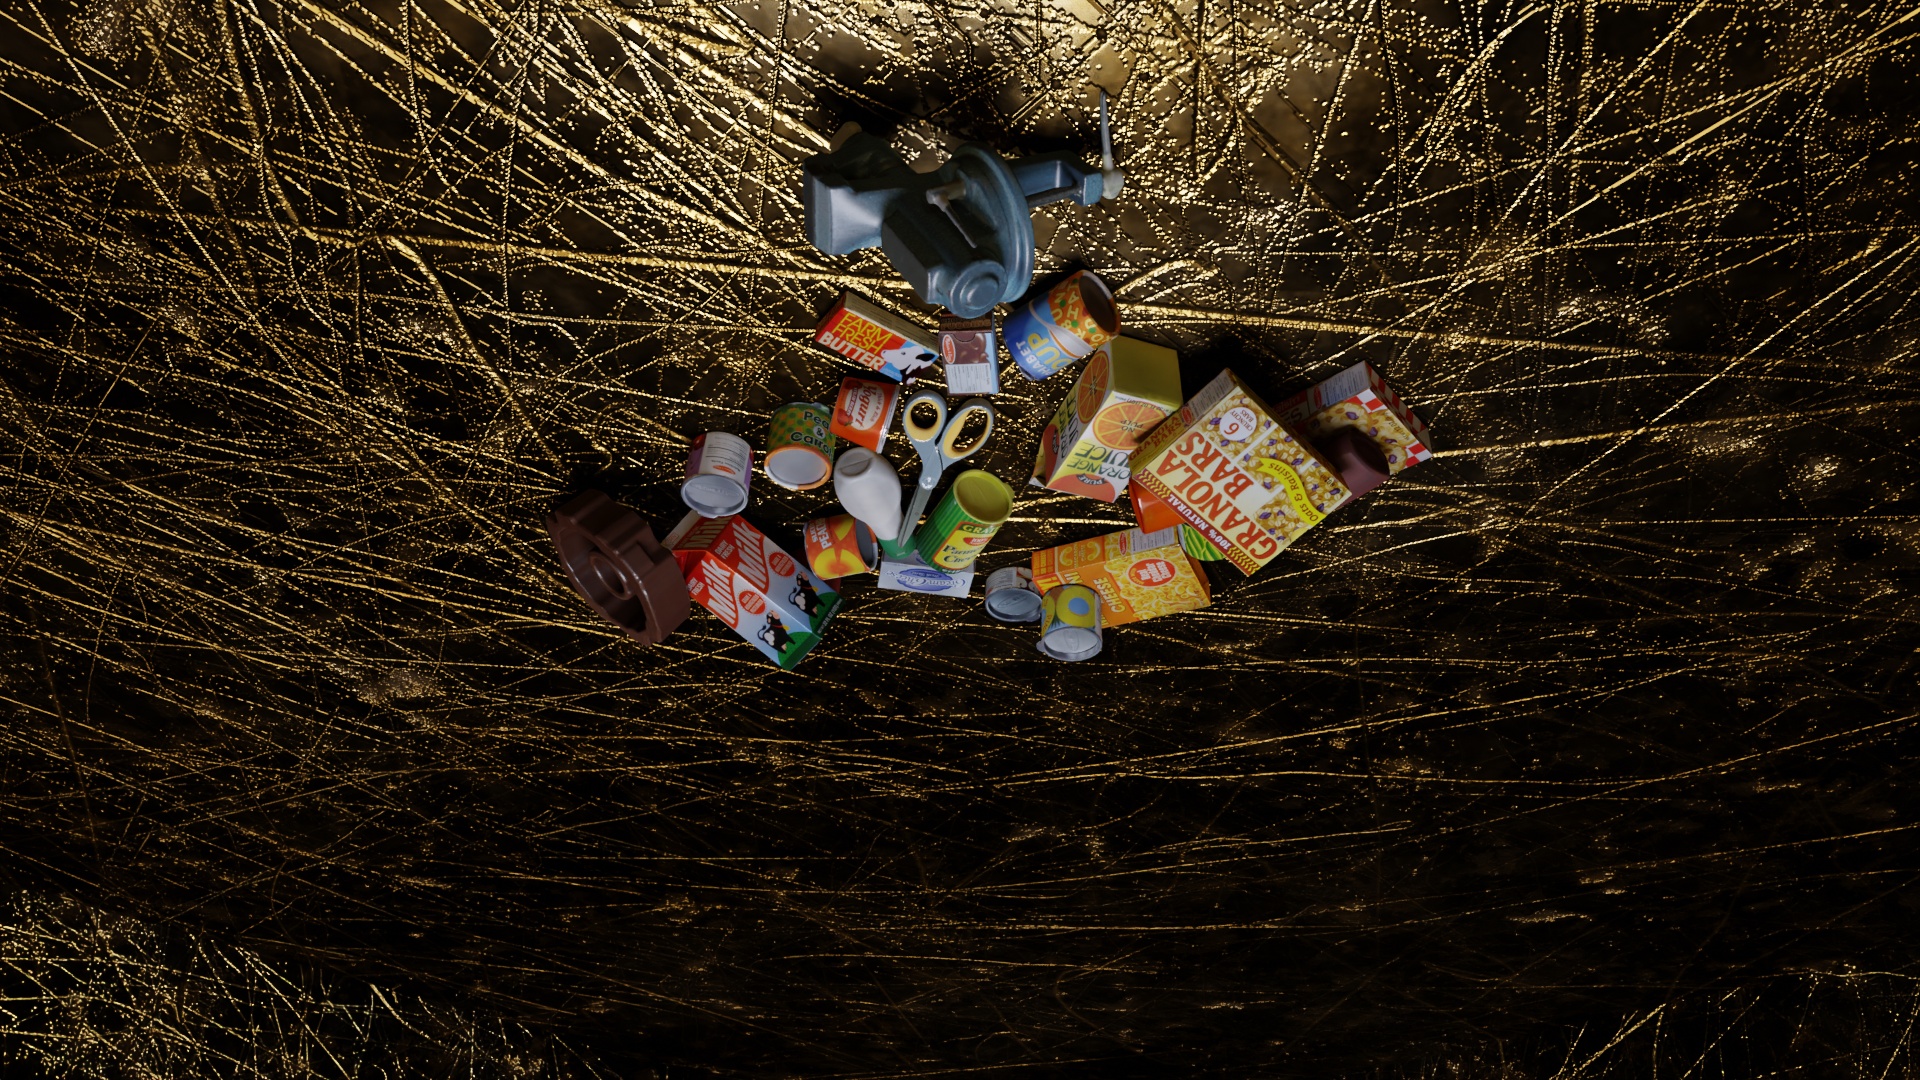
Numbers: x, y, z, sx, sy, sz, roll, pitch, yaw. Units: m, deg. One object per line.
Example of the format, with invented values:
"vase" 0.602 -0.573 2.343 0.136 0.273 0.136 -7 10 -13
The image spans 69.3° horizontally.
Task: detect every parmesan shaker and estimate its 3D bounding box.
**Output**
"parmesan shaker" 0.005 -0.018 1.440 0.071 0.072 0.102 16 141 -17

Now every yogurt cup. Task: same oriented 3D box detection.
"yogurt cup" -0.091 -0.121 1.310 0.054 0.073 0.072 16 142 -4

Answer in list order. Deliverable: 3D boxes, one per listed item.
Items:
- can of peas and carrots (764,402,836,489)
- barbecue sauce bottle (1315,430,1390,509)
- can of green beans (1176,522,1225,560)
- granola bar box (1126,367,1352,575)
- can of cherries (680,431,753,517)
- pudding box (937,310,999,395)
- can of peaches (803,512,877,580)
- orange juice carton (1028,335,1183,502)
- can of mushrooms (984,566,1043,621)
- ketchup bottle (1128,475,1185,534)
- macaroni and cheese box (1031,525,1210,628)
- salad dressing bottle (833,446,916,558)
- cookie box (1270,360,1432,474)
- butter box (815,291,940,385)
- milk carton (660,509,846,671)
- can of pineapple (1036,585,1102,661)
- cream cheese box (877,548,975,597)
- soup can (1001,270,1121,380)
"can of peas and carrots" -0.154 -0.093 1.355 0.071 0.059 0.070 1 143 1
"barbecue sauce bottle" 0.333 -0.047 1.330 0.065 0.044 0.148 28 136 -28
"can of green beans" 0.253 -0.021 1.419 0.071 0.071 0.057 -7 142 12
"granola bar box" 0.251 -0.058 1.250 0.165 0.039 0.124 37 113 -24
"can of cherries" -0.245 -0.066 1.396 0.071 0.059 0.071 1 143 1
"pudding box" 0.009 -0.170 1.266 0.050 0.030 0.083 -1 143 7
"can of peaches" -0.127 0.004 1.475 0.058 0.071 0.071 -11 141 16
"orange juice carton" 0.133 -0.101 1.314 0.072 0.073 0.191 12 142 -16
"can of mushrooms" 0.062 0.062 1.568 0.071 0.034 0.070 1 142 1
"ketchup bottle" 0.235 -0.053 1.307 0.149 0.044 0.064 -16 139 2
"macaroni and cheese box" 0.177 0.042 1.530 0.166 0.040 0.123 -14 140 19
"salad dressing bottle" -0.085 -0.035 1.440 0.064 0.044 0.147 -19 141 6
"cookie box" 0.348 -0.091 1.342 0.167 0.040 0.123 -27 134 34
"butter box" -0.075 -0.183 1.259 0.103 0.024 0.053 23 138 -26
"milk carton" -0.225 0.044 1.473 0.190 0.073 0.073 39 129 -6
"can of pineapple" 0.119 0.089 1.511 0.071 0.058 0.070 2 142 1
"cream cheese box" -0.038 0.035 1.546 0.104 0.024 0.053 7 144 -5
"soup can" 0.088 -0.185 1.207 0.083 0.072 0.071 -27 134 33
